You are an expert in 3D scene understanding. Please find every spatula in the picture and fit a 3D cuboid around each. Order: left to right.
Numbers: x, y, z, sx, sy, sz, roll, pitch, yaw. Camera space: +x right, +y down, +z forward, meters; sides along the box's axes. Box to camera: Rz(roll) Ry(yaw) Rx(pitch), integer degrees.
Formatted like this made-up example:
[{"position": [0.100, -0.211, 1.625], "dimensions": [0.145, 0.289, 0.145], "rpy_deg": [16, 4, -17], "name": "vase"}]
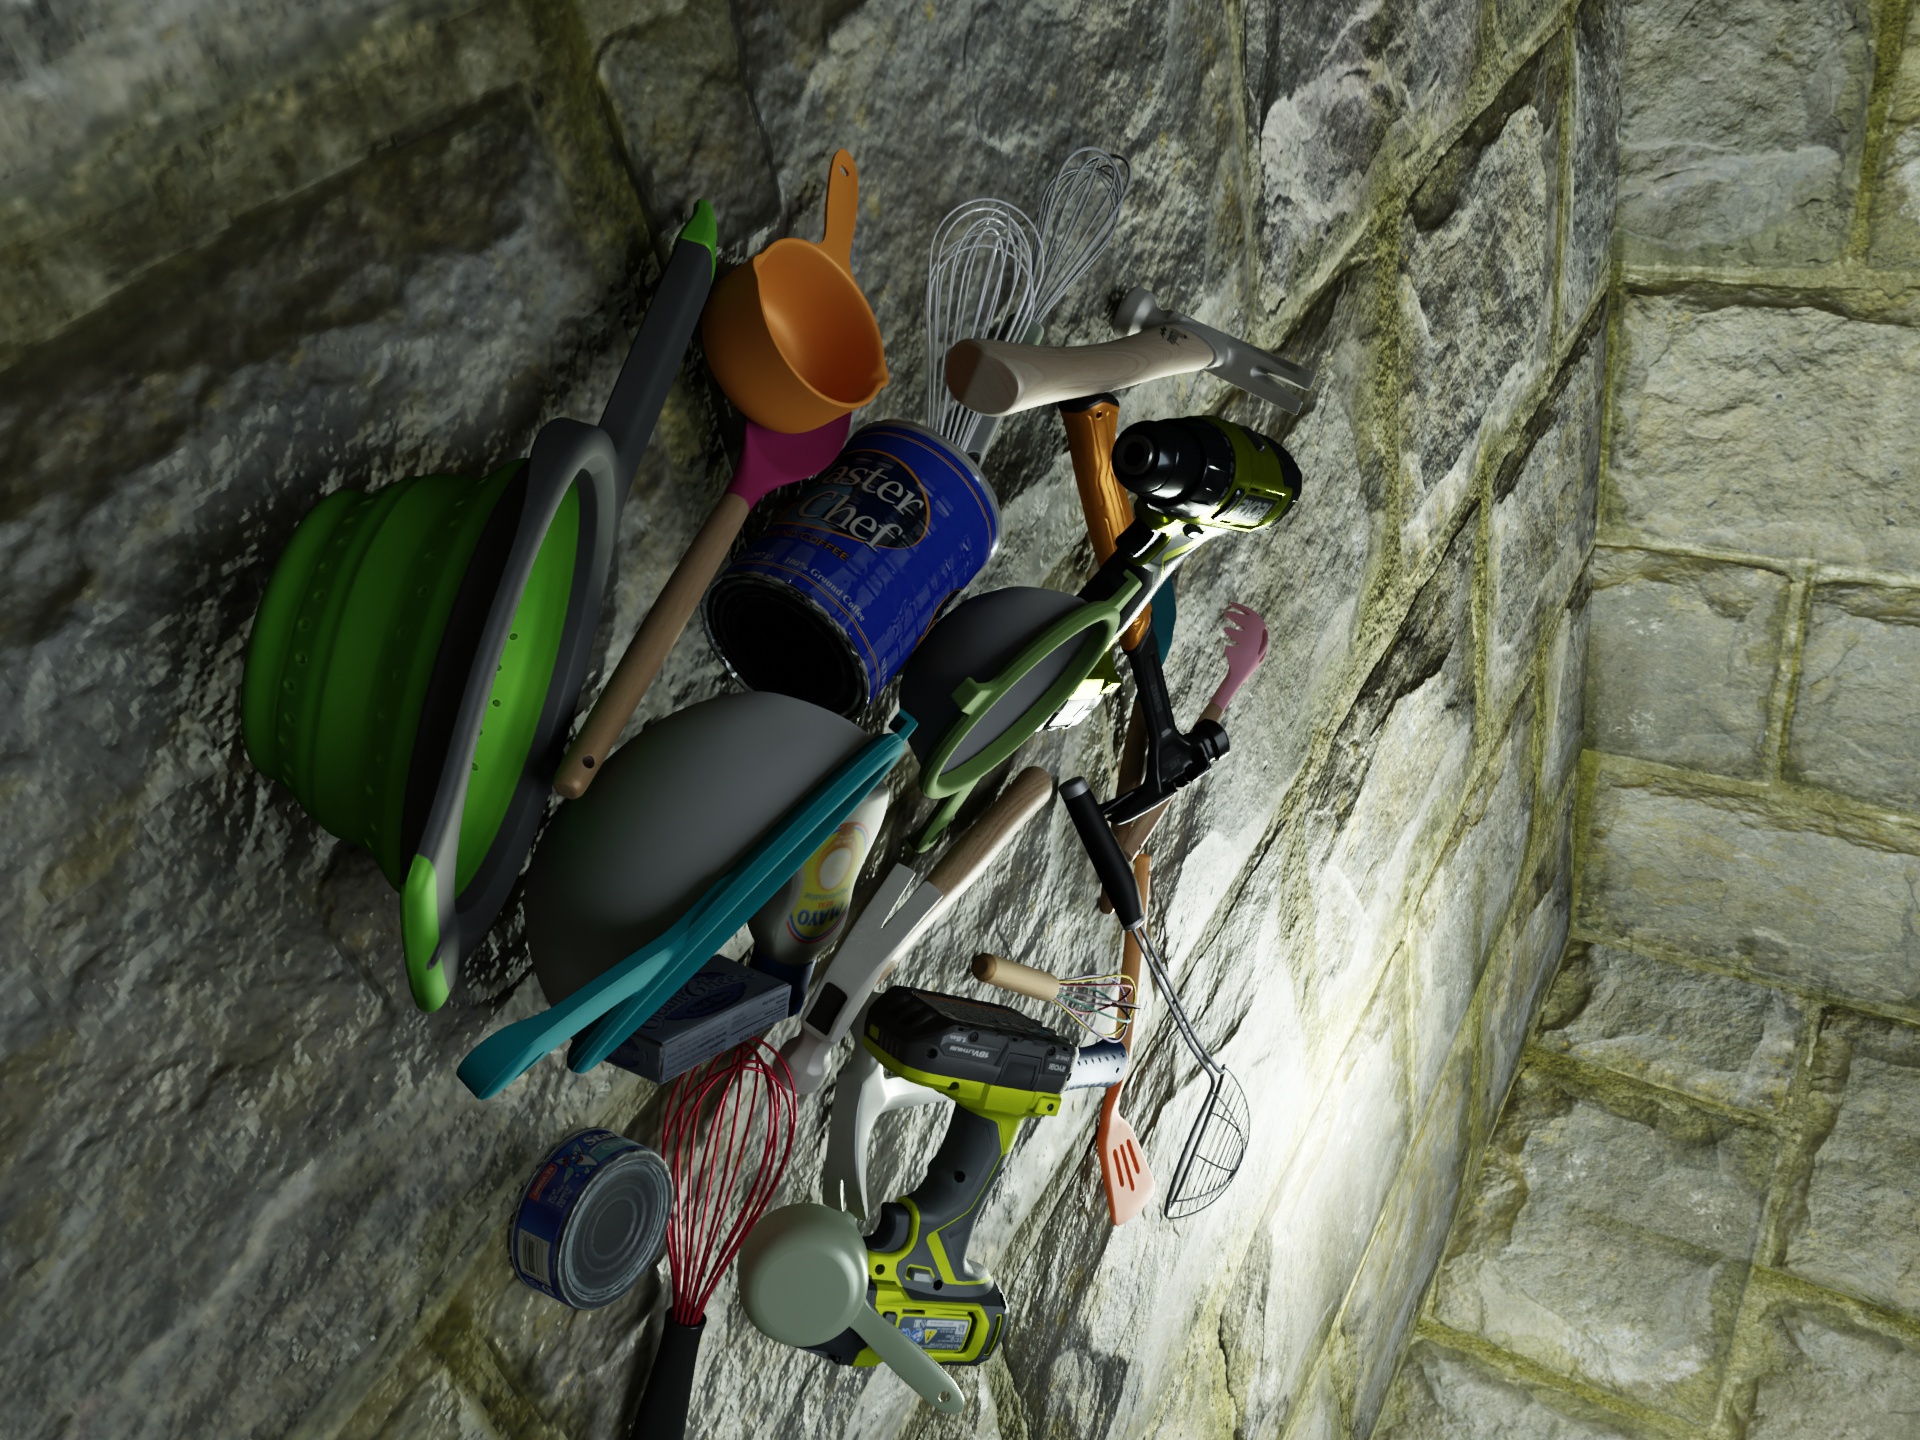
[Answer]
[{"position": [0.133, 0.005, 1.268], "dimensions": [0.082, 0.044, 0.317], "rpy_deg": [-18, 121, -56], "name": "spatula"}, {"position": [0.150, 0.273, 1.375], "dimensions": [0.081, 0.041, 0.322], "rpy_deg": [-13, 111, -56], "name": "spatula"}]

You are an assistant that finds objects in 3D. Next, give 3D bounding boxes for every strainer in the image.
[{"position": [-0.143, 0.064, 0.673], "dimensions": [0.211, 0.095, 0.340], "rpy_deg": [-46, 177, 14], "name": "strainer"}, {"position": [-0.001, -0.003, 0.941], "dimensions": [0.151, 0.069, 0.256], "rpy_deg": [-35, 166, -35], "name": "strainer"}]

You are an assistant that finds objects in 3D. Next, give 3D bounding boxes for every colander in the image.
[{"position": [-0.187, -0.087, 0.639], "dimensions": [0.204, 0.094, 0.397], "rpy_deg": [112, -8, -54], "name": "colander"}]

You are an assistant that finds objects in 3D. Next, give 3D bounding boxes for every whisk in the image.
[{"position": [-0.148, 0.312, 0.881], "dimensions": [0.073, 0.073, 0.296], "rpy_deg": [1, 105, -59], "name": "whisk"}, {"position": [-0.010, -0.164, 0.939], "dimensions": [0.070, 0.070, 0.284], "rpy_deg": [0, 106, -59], "name": "whisk"}, {"position": [0.045, -0.256, 1.001], "dimensions": [0.057, 0.059, 0.246], "rpy_deg": [35, 75, -45], "name": "whisk"}, {"position": [0.078, 0.206, 1.231], "dimensions": [0.047, 0.051, 0.244], "rpy_deg": [-45, 145, 12], "name": "whisk"}]

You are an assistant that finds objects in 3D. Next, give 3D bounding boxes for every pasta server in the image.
[{"position": [0.197, 0.007, 1.344], "dimensions": [0.316, 0.040, 0.060], "rpy_deg": [-53, 142, -38], "name": "pasta server"}]

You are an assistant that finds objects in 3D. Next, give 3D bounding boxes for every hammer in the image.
[{"position": [-0.009, 0.100, 0.996], "dimensions": [0.130, 0.031, 0.331], "rpy_deg": [-61, 170, 29], "name": "hammer"}, {"position": [0.025, 0.269, 1.170], "dimensions": [0.405, 0.035, 0.144], "rpy_deg": [15, 88, -60], "name": "hammer"}, {"position": [0.119, -0.083, 1.168], "dimensions": [0.127, 0.034, 0.336], "rpy_deg": [-32, 124, -23], "name": "hammer"}, {"position": [0.104, -0.211, 0.954], "dimensions": [0.410, 0.146, 0.038], "rpy_deg": [-33, 149, -62], "name": "hammer"}]

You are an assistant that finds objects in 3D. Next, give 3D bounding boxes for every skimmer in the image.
[{"position": [0.135, 0.217, 1.243], "dimensions": [0.363, 0.090, 0.127], "rpy_deg": [65, 31, -9], "name": "skimmer"}]

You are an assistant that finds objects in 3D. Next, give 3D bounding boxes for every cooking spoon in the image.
[{"position": [-0.118, -0.086, 0.758], "dimensions": [0.068, 0.017, 0.319], "rpy_deg": [47, 45, -28], "name": "cooking spoon"}]

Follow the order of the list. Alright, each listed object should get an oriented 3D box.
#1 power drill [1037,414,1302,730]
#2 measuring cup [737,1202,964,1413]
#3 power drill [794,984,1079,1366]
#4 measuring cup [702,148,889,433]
[{"position": [0.095, -0.097, 0.989], "dimensions": [0.228, 0.080, 0.190], "rpy_deg": [-47, 159, 25], "name": "power drill"}, {"position": [-0.058, 0.350, 0.914], "dimensions": [0.083, 0.167, 0.038], "rpy_deg": [-46, -174, 0], "name": "measuring cup"}, {"position": [-0.026, 0.286, 0.982], "dimensions": [0.171, 0.080, 0.223], "rpy_deg": [18, 91, -34], "name": "power drill"}, {"position": [-0.082, -0.220, 0.804], "dimensions": [0.095, 0.052, 0.174], "rpy_deg": [36, 46, -39], "name": "measuring cup"}]
